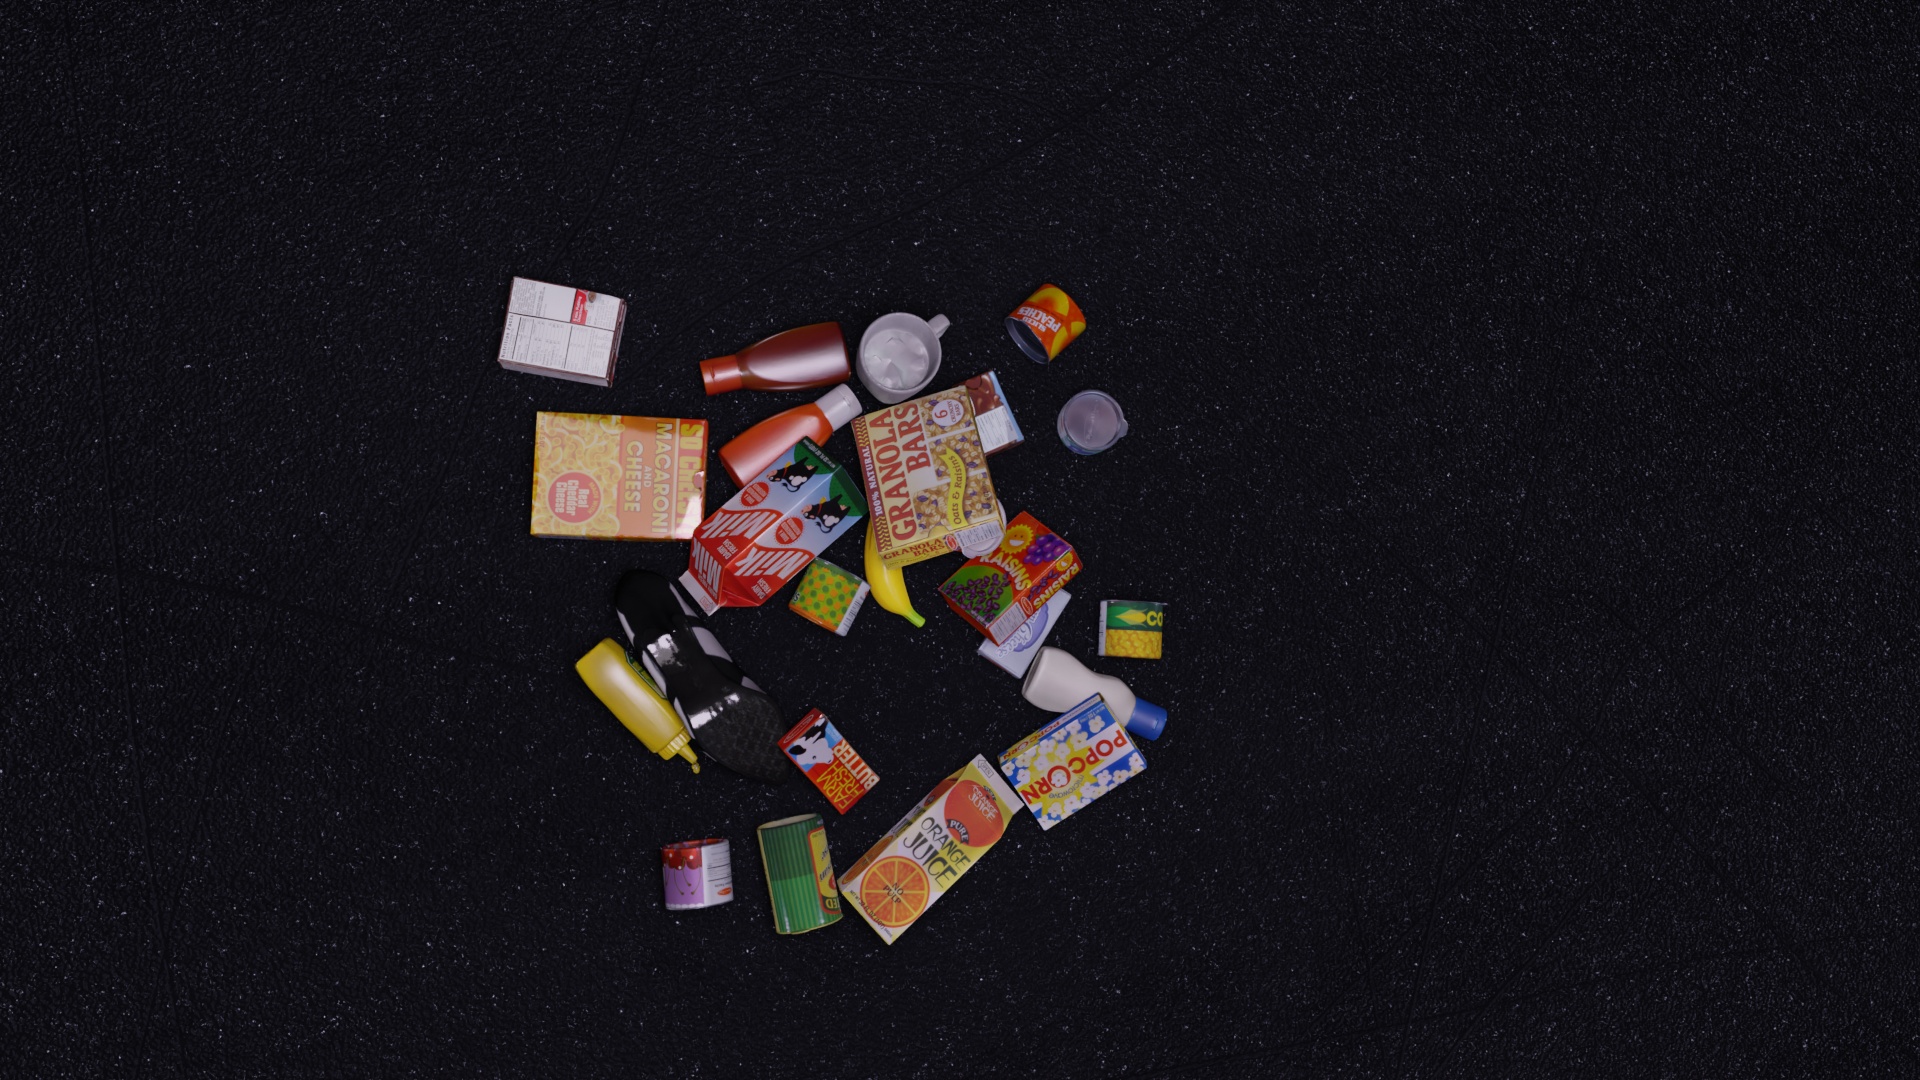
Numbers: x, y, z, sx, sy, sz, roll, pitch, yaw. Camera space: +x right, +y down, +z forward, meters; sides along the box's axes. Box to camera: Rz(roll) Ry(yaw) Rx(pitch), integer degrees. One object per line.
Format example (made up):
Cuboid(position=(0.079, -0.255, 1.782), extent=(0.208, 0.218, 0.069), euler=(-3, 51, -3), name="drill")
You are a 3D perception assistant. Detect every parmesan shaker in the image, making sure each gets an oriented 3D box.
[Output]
Cuboid(position=(-0.159, 0.326, 1.363), extent=(0.071, 0.071, 0.103), euler=(-11, 86, -10), name="parmesan shaker")

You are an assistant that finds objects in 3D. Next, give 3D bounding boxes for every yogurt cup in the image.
Cuboid(position=(0.005, -0.018, 1.426), extent=(0.072, 0.054, 0.072), euler=(1, 88, -34), name="yogurt cup")

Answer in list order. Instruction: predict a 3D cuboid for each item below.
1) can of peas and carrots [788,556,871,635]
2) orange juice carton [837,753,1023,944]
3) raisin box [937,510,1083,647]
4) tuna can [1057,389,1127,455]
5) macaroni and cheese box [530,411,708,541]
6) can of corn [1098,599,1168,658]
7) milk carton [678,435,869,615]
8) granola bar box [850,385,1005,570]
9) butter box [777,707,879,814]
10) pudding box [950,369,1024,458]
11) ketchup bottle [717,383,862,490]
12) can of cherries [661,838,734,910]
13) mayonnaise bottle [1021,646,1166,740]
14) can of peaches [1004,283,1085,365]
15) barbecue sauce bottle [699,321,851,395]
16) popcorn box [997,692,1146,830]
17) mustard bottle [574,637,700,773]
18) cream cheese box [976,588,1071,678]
Cuboid(position=(-0.134, 0.055, 1.398), extent=(0.071, 0.071, 0.059), euler=(28, 81, -6), name="can of peas and carrots")
Cuboid(position=(-0.027, 0.304, 1.387), extent=(0.193, 0.073, 0.072), euler=(-42, 92, -11), name="orange juice carton")
Cuboid(position=(0.051, 0.037, 1.421), extent=(0.123, 0.086, 0.040), euler=(-42, 135, -11), name="raisin box")
Cuboid(position=(0.140, -0.124, 1.478), extent=(0.071, 0.033, 0.071), euler=(1, 84, -9), name="tuna can")
Cuboid(position=(-0.339, -0.062, 1.387), extent=(0.167, 0.040, 0.123), euler=(2, 85, -9), name="macaroni and cheese box")
Cuboid(position=(0.180, 0.093, 1.445), extent=(0.071, 0.071, 0.058), euler=(4, 85, -9), name="can of corn")
Cuboid(position=(-0.191, -0.007, 1.376), extent=(0.191, 0.073, 0.072), euler=(-41, 47, -9), name="milk carton")
Cuboid(position=(-0.034, -0.065, 1.388), extent=(0.124, 0.039, 0.166), euler=(-17, 59, 5), name="granola bar box")
Cuboid(position=(-0.130, 0.220, 1.383), extent=(0.053, 0.024, 0.103), euler=(-42, 117, -11), name="butter box")
Cuboid(position=(0.028, -0.131, 1.462), extent=(0.050, 0.030, 0.083), euler=(-24, 89, -10), name="pudding box")
Cuboid(position=(-0.170, -0.106, 1.418), extent=(0.149, 0.043, 0.064), euler=(-35, 98, -11), name="ketchup bottle")
Cuboid(position=(-0.258, 0.324, 1.350), extent=(0.071, 0.071, 0.058), euler=(-5, 86, -10), name="can of cherries")
Cuboid(position=(0.141, 0.165, 1.446), extent=(0.148, 0.041, 0.065), euler=(24, 88, -8), name="mayonnaise bottle")
Cuboid(position=(0.090, -0.229, 1.461), extent=(0.058, 0.071, 0.071), euler=(-43, 93, -12), name="can of peaches")
Cuboid(position=(-0.190, -0.181, 1.423), extent=(0.149, 0.043, 0.065), euler=(-13, 83, -10), name="barbecue sauce bottle")
Cuboid(position=(0.114, 0.225, 1.414), extent=(0.126, 0.038, 0.085), euler=(-33, 102, 4), name="popcorn box")
Cuboid(position=(-0.308, 0.166, 1.361), extent=(0.049, 0.065, 0.160), euler=(-42, 98, -5), name="mustard bottle")
Cuboid(position=(0.066, 0.086, 1.449), extent=(0.053, 0.024, 0.104), euler=(34, 80, -5), name="cream cheese box")
